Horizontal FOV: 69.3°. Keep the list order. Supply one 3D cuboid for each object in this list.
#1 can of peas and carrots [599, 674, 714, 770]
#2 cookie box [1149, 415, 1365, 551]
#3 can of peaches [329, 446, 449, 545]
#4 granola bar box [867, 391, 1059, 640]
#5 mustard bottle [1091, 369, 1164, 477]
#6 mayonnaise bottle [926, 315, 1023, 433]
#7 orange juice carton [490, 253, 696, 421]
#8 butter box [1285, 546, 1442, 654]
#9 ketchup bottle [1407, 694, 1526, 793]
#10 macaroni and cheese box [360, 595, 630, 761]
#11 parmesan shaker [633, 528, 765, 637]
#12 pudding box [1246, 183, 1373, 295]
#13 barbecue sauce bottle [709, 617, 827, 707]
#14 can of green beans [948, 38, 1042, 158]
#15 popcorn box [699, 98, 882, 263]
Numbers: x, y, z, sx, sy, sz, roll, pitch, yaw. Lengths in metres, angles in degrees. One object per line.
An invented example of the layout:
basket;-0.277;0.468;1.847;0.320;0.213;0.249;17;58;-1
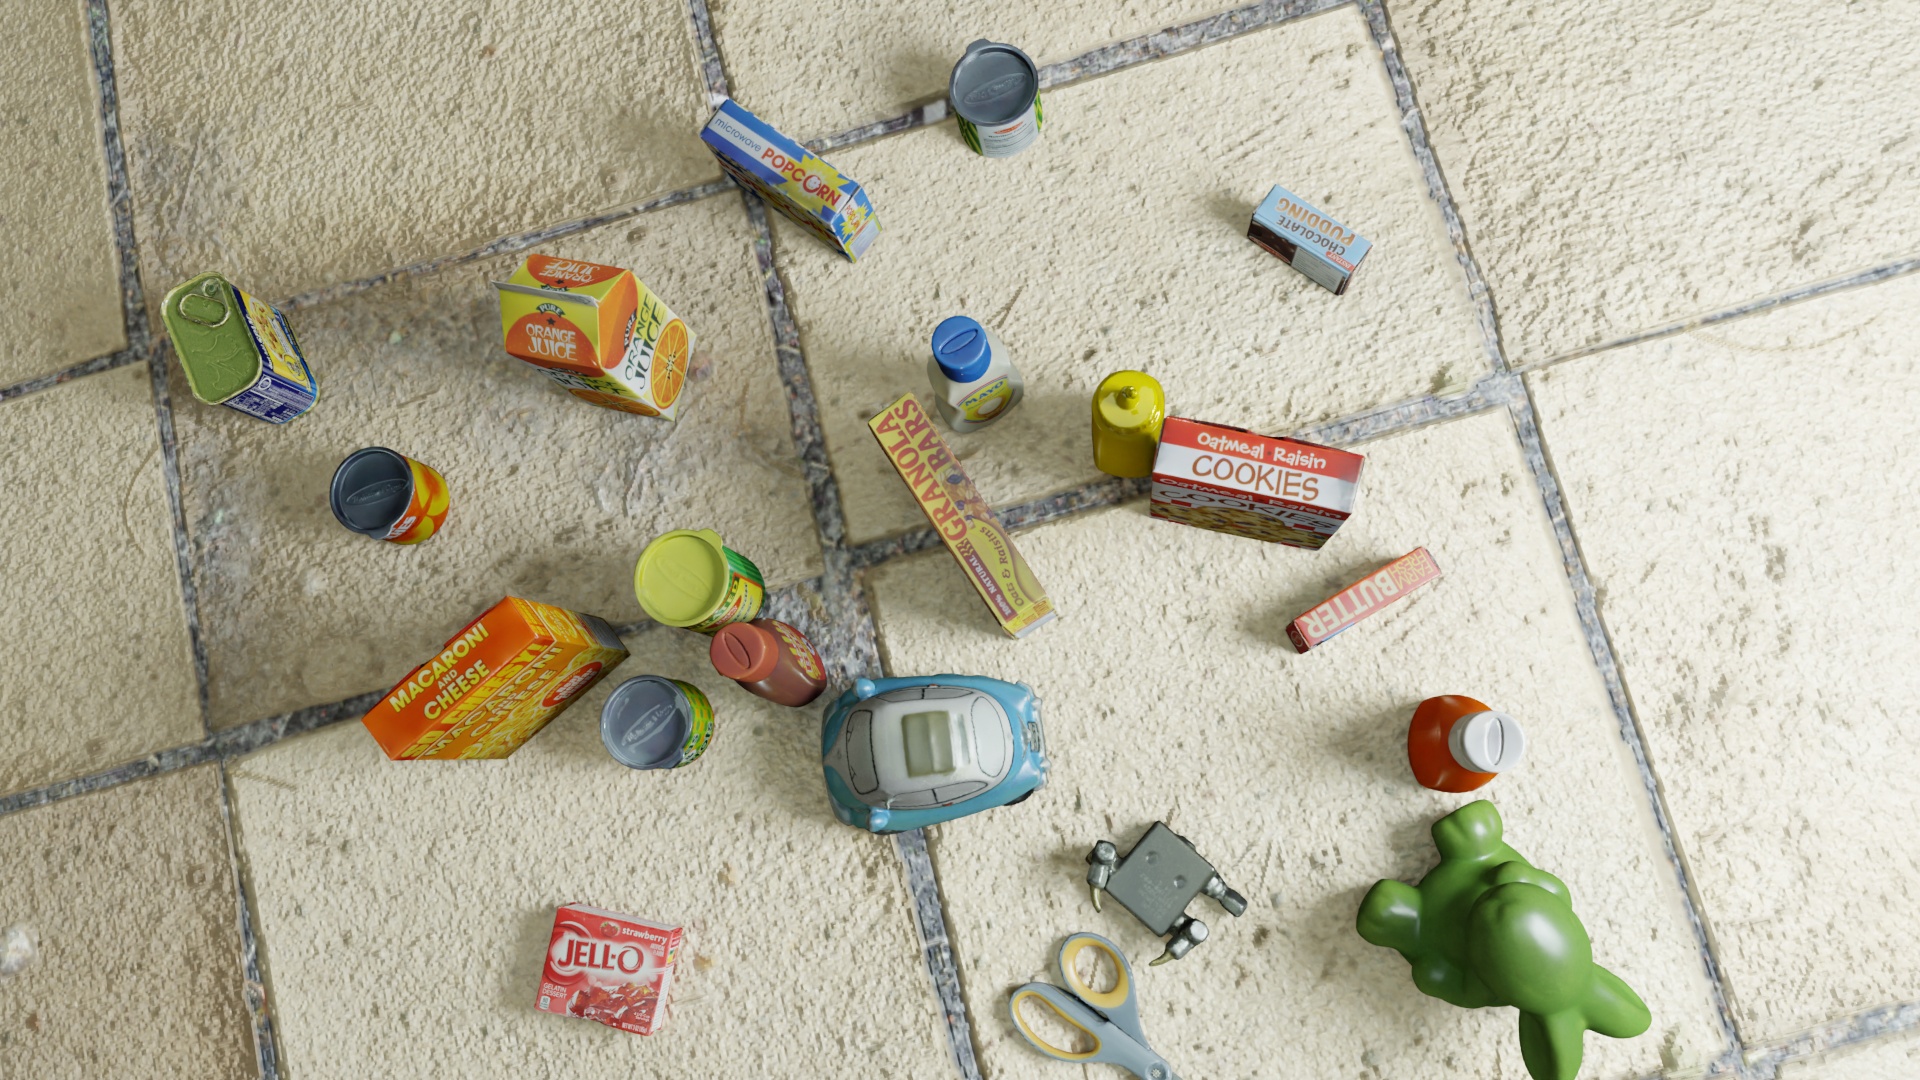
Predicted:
can of peas and carrots;-0.214;0.132;0.992;0.071;0.058;0.071;-1;81;7
cookie box;0.189;-0.035;0.916;0.123;0.167;0.040;12;83;9
can of peaches;-0.428;-0.030;1.045;0.071;0.058;0.071;-1;81;7
granola bar box;0.003;-0.012;0.956;0.039;0.124;0.166;-34;79;1
mustard bottle;0.113;-0.084;0.937;0.049;0.160;0.065;7;82;8
mayonnaise bottle;0.007;-0.116;0.961;0.065;0.148;0.041;-31;79;2
orange juice carton;-0.255;-0.145;0.975;0.072;0.192;0.073;12;83;9
butter box;0.274;0.041;0.951;0.103;0.053;0.024;-30;79;1
ketchup bottle;0.320;0.129;0.882;0.043;0.148;0.065;4;82;8
macaroni and cheese box;-0.313;0.098;0.955;0.124;0.166;0.040;-40;79;-1
parmesan shaker;-0.180;0.031;0.982;0.071;0.103;0.071;-1;81;7
pudding box;0.250;-0.216;0.999;0.084;0.049;0.030;35;87;11
barbecue sauce bottle;-0.132;0.081;0.945;0.043;0.148;0.065;-36;79;1
can of green beans;0.028;-0.328;1.040;0.071;0.057;0.071;-1;81;7
popcorn box;-0.125;-0.267;1.034;0.127;0.085;0.038;36;87;11
